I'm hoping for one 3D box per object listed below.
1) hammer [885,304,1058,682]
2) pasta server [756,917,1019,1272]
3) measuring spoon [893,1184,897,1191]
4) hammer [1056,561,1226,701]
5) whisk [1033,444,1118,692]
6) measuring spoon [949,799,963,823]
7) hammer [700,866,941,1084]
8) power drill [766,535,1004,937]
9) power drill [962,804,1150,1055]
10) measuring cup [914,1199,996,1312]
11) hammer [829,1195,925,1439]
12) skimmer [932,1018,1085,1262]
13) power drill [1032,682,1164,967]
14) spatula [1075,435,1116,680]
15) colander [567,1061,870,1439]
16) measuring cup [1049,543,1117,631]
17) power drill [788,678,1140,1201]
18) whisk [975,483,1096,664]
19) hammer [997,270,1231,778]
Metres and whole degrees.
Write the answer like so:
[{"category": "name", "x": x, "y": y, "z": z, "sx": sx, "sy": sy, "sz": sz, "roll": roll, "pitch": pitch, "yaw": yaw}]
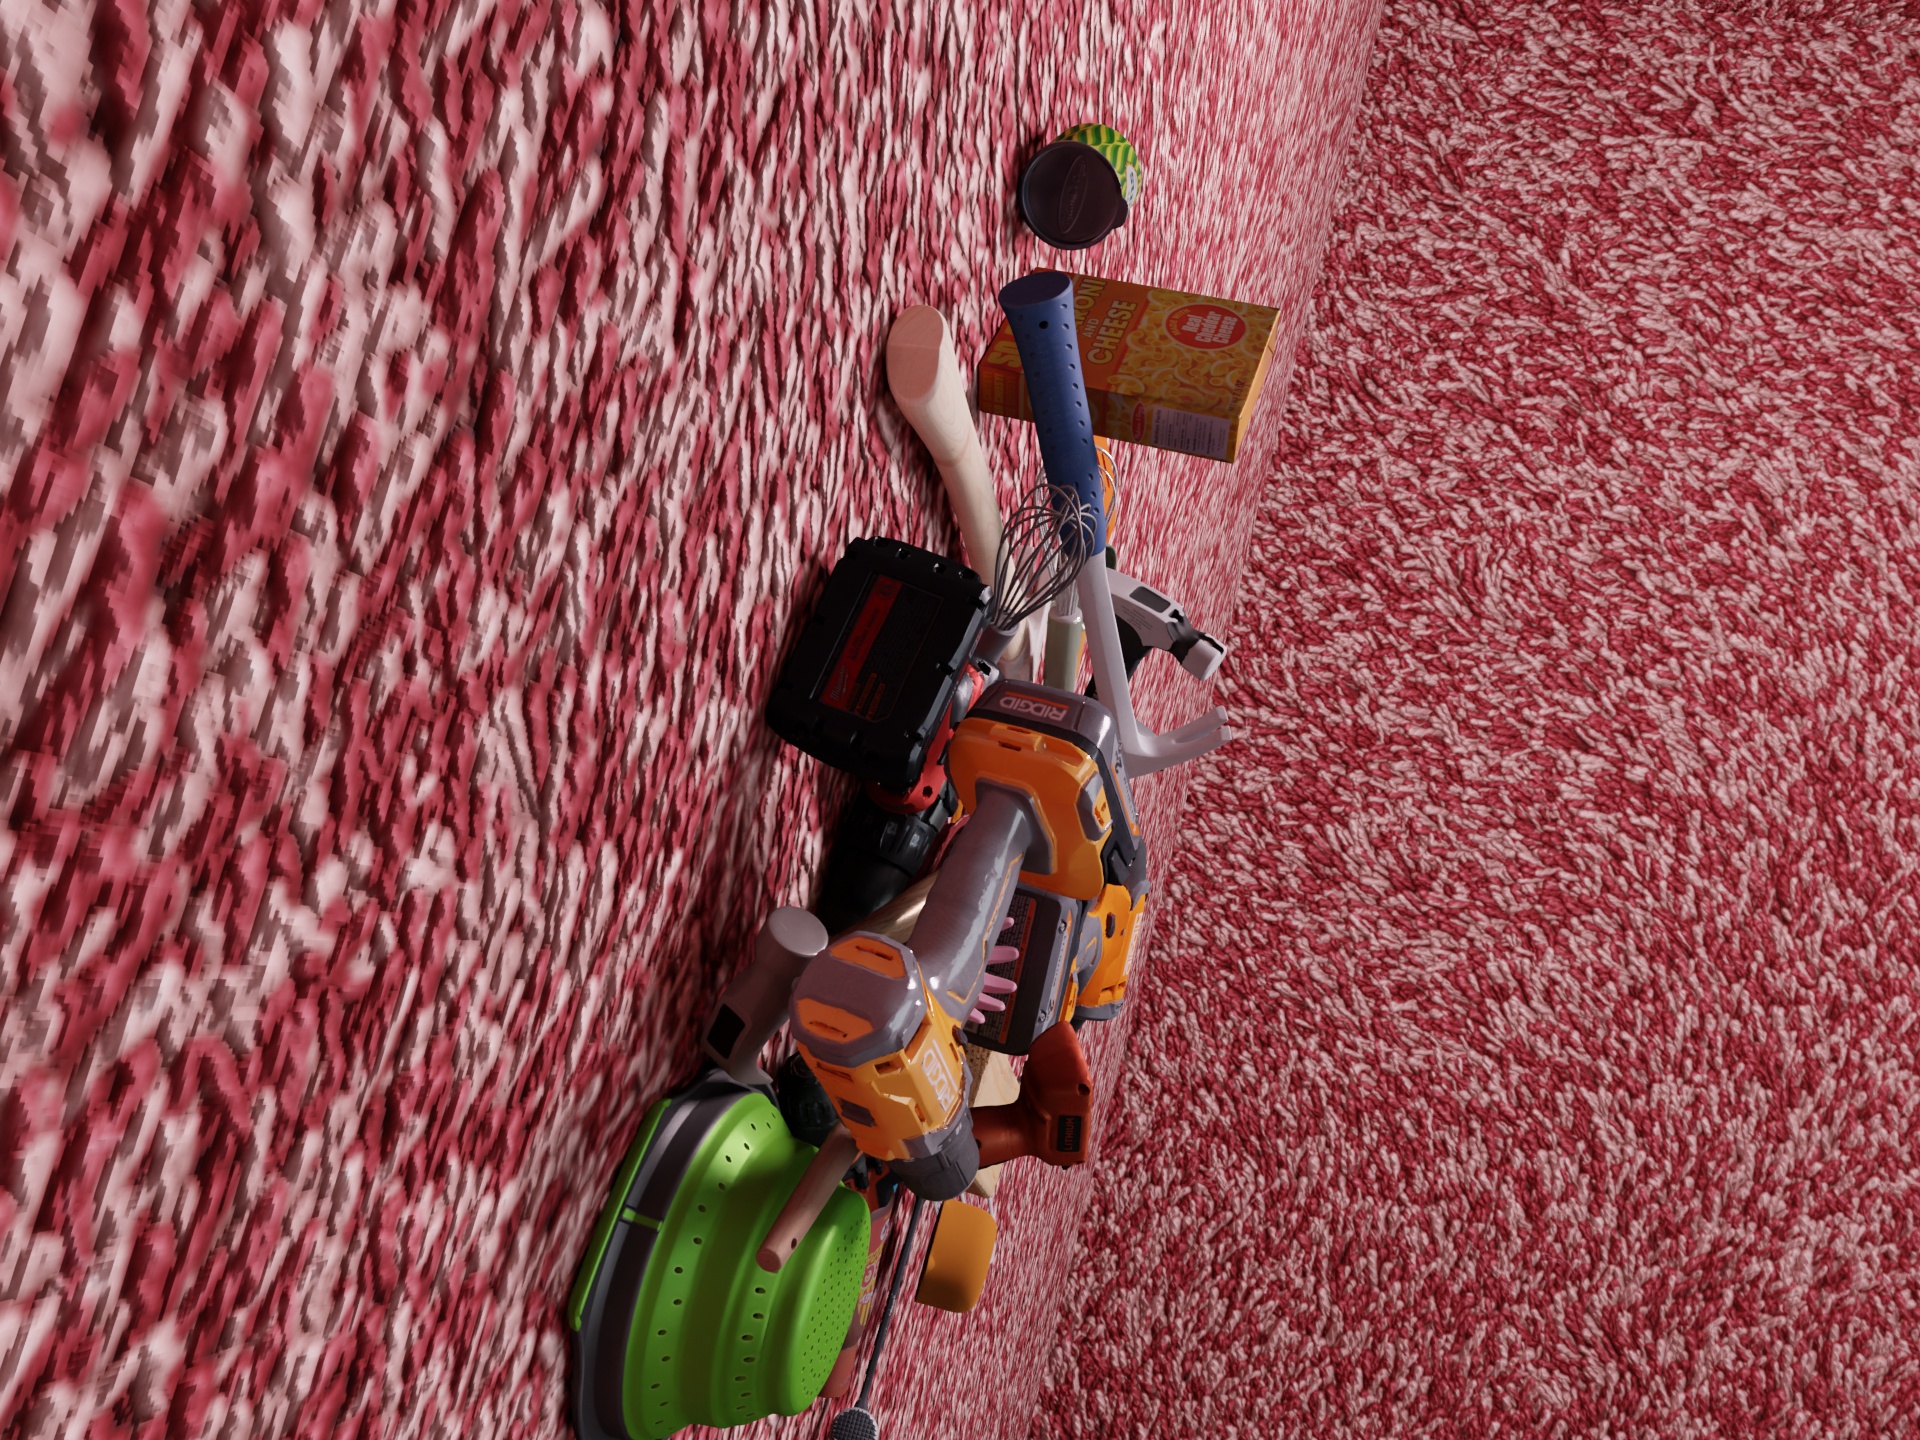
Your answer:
[{"category": "hammer", "x": 0.014, "y": -0.133, "z": 1.002, "sx": 0.410, "sy": 0.038, "sz": 0.146, "roll": 67, "pitch": 33, "yaw": -66}, {"category": "pasta server", "x": -0.031, "y": 0.188, "z": 0.848, "sx": 0.316, "sy": 0.040, "sz": 0.060, "roll": -48, "pitch": 132, "yaw": -63}, {"category": "measuring spoon", "x": -0.033, "y": 0.329, "z": 1.296, "sx": 0.042, "sy": 0.021, "sz": 0.129, "roll": 50, "pitch": 55, "yaw": -73}, {"category": "hammer", "x": 0.095, "y": 0.012, "z": 1.307, "sx": 0.035, "sy": 0.146, "sz": 0.334, "roll": -40, "pitch": 161, "yaw": -40}, {"category": "whisk", "x": 0.075, "y": -0.083, "z": 1.122, "sx": 0.058, "sy": 0.059, "sz": 0.246, "roll": -112, "pitch": -160, "yaw": -52}, {"category": "measuring spoon", "x": -0.007, "y": 0.068, "z": 1.183, "sx": 0.021, "sy": 0.011, "sz": 0.117, "roll": 64, "pitch": 38, "yaw": -67}, {"category": "hammer", "x": -0.024, "y": 0.106, "z": 0.879, "sx": 0.331, "sy": 0.031, "sz": 0.130, "roll": -24, "pitch": 152, "yaw": -54}, {"category": "power drill", "x": -0.039, "y": 0.019, "z": 0.867, "sx": 0.226, "sy": 0.080, "sz": 0.188, "roll": 75, "pitch": 38, "yaw": -71}, {"category": "power drill", "x": 0.071, "y": 0.137, "z": 1.101, "sx": 0.226, "sy": 0.084, "sz": 0.164, "roll": 1, "pitch": 102, "yaw": -67}, {"category": "measuring cup", "x": 0.011, "y": 0.408, "z": 1.328, "sx": 0.095, "sy": 0.052, "sz": 0.173, "roll": 67, "pitch": 42, "yaw": -87}, {"category": "hammer", "x": -0.032, "y": 0.399, "z": 1.316, "sx": 0.149, "sy": 0.036, "sz": 0.409, "roll": 101, "pitch": 7, "yaw": -62}, {"category": "skimmer", "x": 0.064, "y": 0.335, "z": 1.363, "sx": 0.127, "sy": 0.090, "sz": 0.363, "roll": -92, "pitch": -154, "yaw": -49}, {"category": "power drill", "x": 0.073, "y": 0.087, "z": 1.242, "sx": 0.078, "sy": 0.143, "sz": 0.219, "roll": -32, "pitch": 136, "yaw": -75}, {"category": "spatula", "x": 0.102, "y": -0.110, "z": 1.421, "sx": 0.081, "sy": 0.041, "sz": 0.322, "roll": -53, "pitch": 157, "yaw": -58}, {"category": "colander", "x": -0.097, "y": 0.321, "z": 0.875, "sx": 0.396, "sy": 0.094, "sz": 0.205, "roll": 78, "pitch": 28, "yaw": -60}, {"category": "measuring cup", "x": 0.070, "y": -0.102, "z": 1.294, "sx": 0.167, "sy": 0.038, "sz": 0.083, "roll": -31, "pitch": 140, "yaw": -48}, {"category": "power drill", "x": 0.010, "y": 0.116, "z": 0.788, "sx": 0.226, "sy": 0.084, "sz": 0.185, "roll": -58, "pitch": 147, "yaw": -31}, {"category": "whisk", "x": 0.023, "y": -0.063, "z": 0.971, "sx": 0.238, "sy": 0.055, "sz": 0.055, "roll": -56, "pitch": -172, "yaw": 52}, {"category": "hammer", "x": 0.089, "y": -0.105, "z": 1.035, "sx": 0.035, "sy": 0.144, "sz": 0.405, "roll": -95, "pitch": 172, "yaw": -46}]
